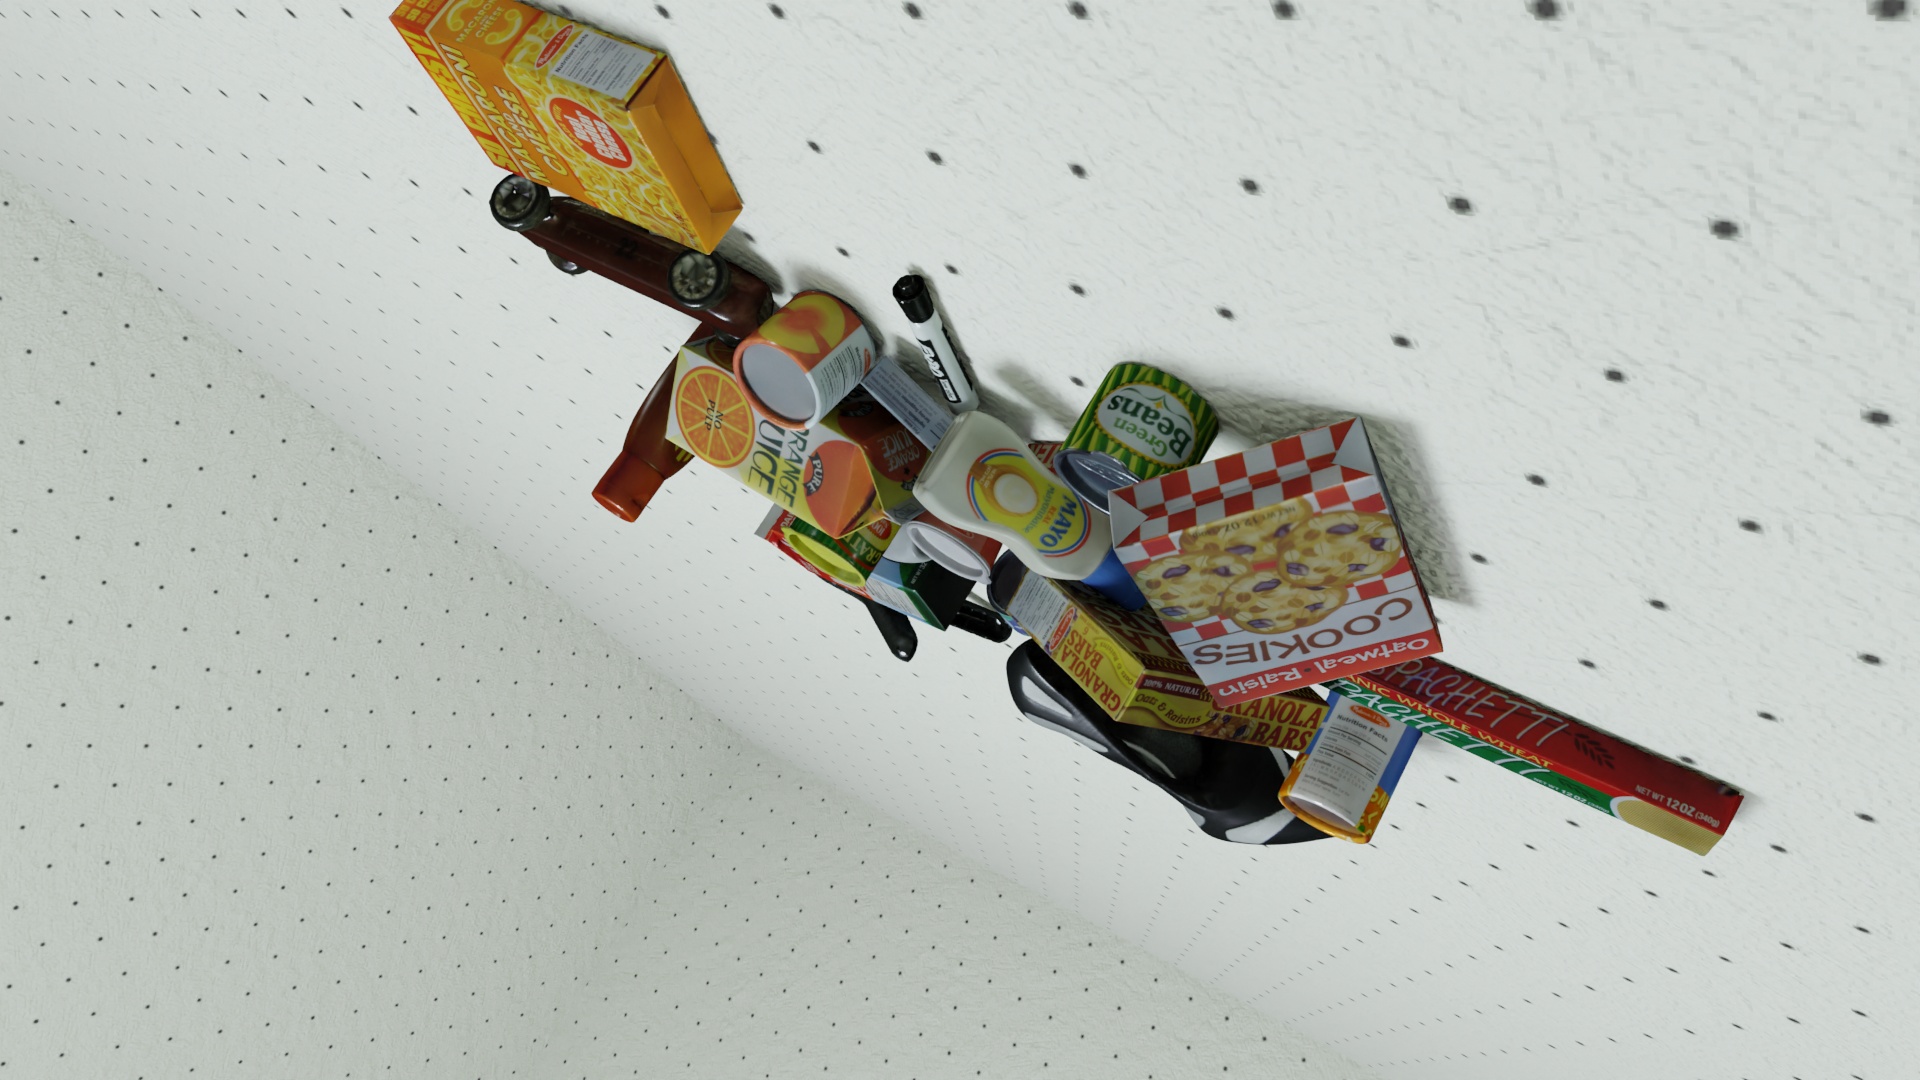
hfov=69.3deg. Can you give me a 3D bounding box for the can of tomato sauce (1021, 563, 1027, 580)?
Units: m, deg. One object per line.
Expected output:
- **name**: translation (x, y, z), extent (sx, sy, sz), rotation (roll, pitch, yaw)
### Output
- **can of tomato sauce**: translation (0.092, 0.034, 0.928), extent (0.071, 0.071, 0.083), rotation (12, 155, 49)

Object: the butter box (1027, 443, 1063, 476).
- **butter box**: translation (0.082, -0.033, 0.827), extent (0.053, 0.024, 0.103), rotation (41, 162, -29)

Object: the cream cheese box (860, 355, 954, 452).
- **cream cheese box**: translation (-0.014, -0.067, 0.845), extent (0.104, 0.024, 0.053), rotation (44, -179, 10)

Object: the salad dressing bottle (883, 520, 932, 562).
- **salad dressing bottle**: translation (-0.071, -0.031, 1.062), extent (0.044, 0.064, 0.148), rotation (-12, -149, -44)

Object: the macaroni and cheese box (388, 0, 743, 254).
- **macaroni and cheese box**: translation (-0.212, -0.233, 0.762), extent (0.166, 0.040, 0.123), rotation (26, 162, 21)

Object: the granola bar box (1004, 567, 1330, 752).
- **granola bar box**: translation (0.126, 0.071, 0.843), extent (0.165, 0.039, 0.124), rotation (14, -161, -37)

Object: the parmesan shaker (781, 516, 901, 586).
- **parmesan shaker**: translation (-0.070, -0.030, 0.973), extent (0.071, 0.103, 0.071), rotation (29, 163, 10)

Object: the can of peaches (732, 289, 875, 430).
- **can of peaches**: translation (-0.097, -0.109, 0.839), extent (0.071, 0.058, 0.070), rotation (23, 139, 21)

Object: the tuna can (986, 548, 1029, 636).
- **tuna can**: translation (0.057, 0.034, 0.993), extent (0.071, 0.071, 0.032), rotation (18, 158, 40)

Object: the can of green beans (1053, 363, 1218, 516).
- **can of green beans**: translation (0.090, -0.048, 0.709), extent (0.071, 0.058, 0.071), rotation (29, 163, 10)

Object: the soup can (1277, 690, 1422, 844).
- **soup can**: translation (0.259, 0.150, 0.925), extent (0.071, 0.084, 0.071), rotation (29, 163, 10)

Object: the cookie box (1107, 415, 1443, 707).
- **cookie box**: translation (0.161, 0.017, 0.694), extent (0.123, 0.040, 0.167), rotation (-17, 141, 20)

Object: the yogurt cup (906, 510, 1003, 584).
- **yogurt cup**: translation (0.003, -0.012, 0.977), extent (0.072, 0.054, 0.072), rotation (29, 163, 10)

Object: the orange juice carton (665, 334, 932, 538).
- **orange juice carton**: translation (-0.095, -0.065, 0.905), extent (0.193, 0.072, 0.072), rotation (30, 123, 22)

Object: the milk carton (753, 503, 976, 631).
- **milk carton**: translation (-0.081, -0.003, 1.128), extent (0.191, 0.072, 0.073), rotation (21, 160, 30)

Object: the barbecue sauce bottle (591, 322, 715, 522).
- **barbecue sauce bottle**: translation (-0.204, -0.082, 0.988), extent (0.044, 0.149, 0.064), rotation (25, 161, 25)

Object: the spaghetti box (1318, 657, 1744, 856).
- **spaghetti box**: translation (0.312, 0.108, 0.805), extent (0.250, 0.029, 0.050), rotation (24, 162, 25)

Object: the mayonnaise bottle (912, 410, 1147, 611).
- **mayonnaise bottle**: translation (0.049, -0.012, 0.796), extent (0.148, 0.065, 0.041), rotation (33, 172, -14)
